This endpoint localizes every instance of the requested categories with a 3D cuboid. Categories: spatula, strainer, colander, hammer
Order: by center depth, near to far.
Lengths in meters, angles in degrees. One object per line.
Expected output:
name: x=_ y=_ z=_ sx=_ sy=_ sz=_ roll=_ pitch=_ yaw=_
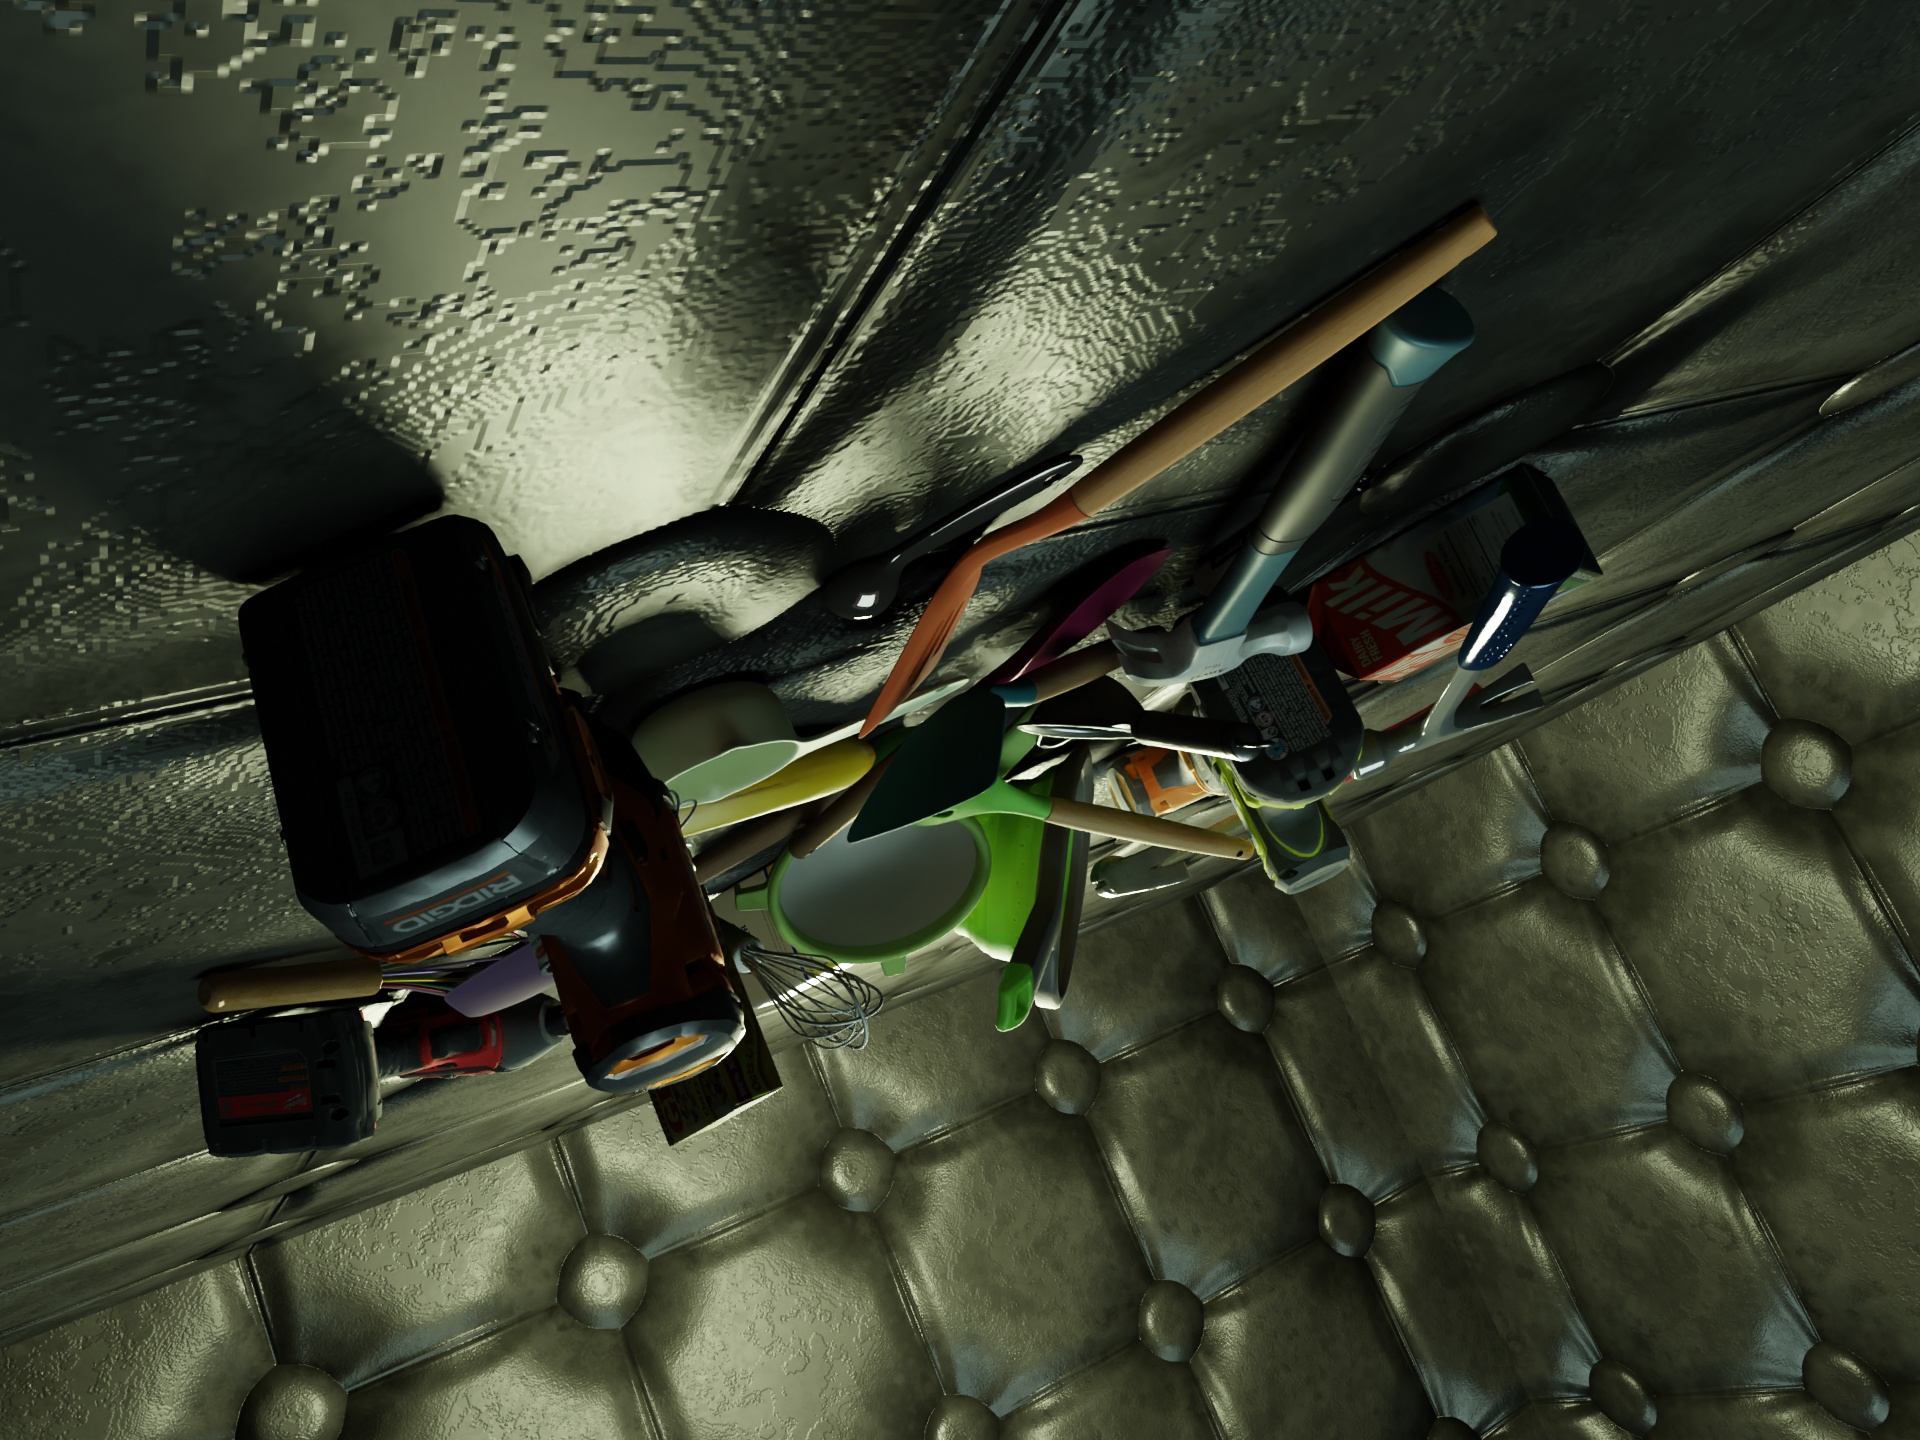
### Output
spatula: x=0.073 y=-0.094 z=0.639 sx=0.322 sy=0.041 sz=0.081 roll=-33 pitch=-172 yaw=30
hammer: x=0.155 y=-0.094 z=0.749 sx=0.128 sy=0.033 sz=0.330 roll=-15 pitch=161 yaw=-14
spatula: x=0.047 y=-0.009 z=0.817 sx=0.082 sy=0.044 sz=0.317 roll=-23 pitch=180 yaw=31
strainer: x=0.101 y=0.001 z=0.872 sx=0.086 sy=0.050 sz=0.258 roll=5 pitch=-178 yaw=-21
spatula: x=-0.164 y=0.095 z=0.965 sx=0.316 sy=0.018 sz=0.059 roll=-30 pitch=150 yaw=-4
hammer: x=0.323 y=-0.040 z=0.981 sx=0.144 sy=0.035 sz=0.405 roll=-22 pitch=165 yaw=3
strainer: x=-0.024 y=0.051 z=1.039 sx=0.151 sy=0.069 sz=0.256 roll=31 pitch=112 yaw=-36
colander: x=0.029 y=0.132 z=1.159 sx=0.094 sy=0.204 sz=0.397 roll=6 pitch=-168 yaw=9
hammer: x=0.274 y=0.048 z=1.232 sx=0.359 sy=0.037 sz=0.149 roll=-24 pitch=176 yaw=-21

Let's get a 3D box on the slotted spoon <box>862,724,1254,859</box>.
slotted spoon: x=0.076 y=0.059 z=1.023 sx=0.313 sy=0.031 sz=0.070 roll=14 pitch=118 yaw=-34

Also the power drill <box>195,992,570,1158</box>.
power drill: x=-0.353 y=0.210 z=1.006 sx=0.143 sy=0.078 sz=0.219 roll=-10 pitch=176 yaw=21

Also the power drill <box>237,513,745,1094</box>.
power drill: x=-0.147 y=0.026 z=0.539 sx=0.084 sy=0.164 sz=0.226 roll=-23 pitch=155 yaw=-2

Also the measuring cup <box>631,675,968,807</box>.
measuring cup: x=-0.076 y=-0.005 z=0.754 sx=0.167 sy=0.038 sz=0.083 roll=-21 pitch=167 yaw=-20

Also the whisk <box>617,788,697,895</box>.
whisk: x=-0.202 y=0.077 z=0.767 sx=0.070 sy=0.070 sz=0.284 roll=-13 pitch=177 yaw=-37

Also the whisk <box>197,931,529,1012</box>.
whisk: x=-0.329 y=0.147 z=0.932 sx=0.051 sy=0.047 sz=0.244 roll=-43 pitch=156 yaw=25

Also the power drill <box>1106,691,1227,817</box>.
power drill: x=0.229 y=0.012 z=1.281 sx=0.185 sy=0.084 sz=0.226 roll=-23 pitch=172 yaw=-14

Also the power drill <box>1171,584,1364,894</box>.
power drill: x=0.192 y=0.007 z=1.024 sx=0.080 sy=0.171 sz=0.223 roll=-25 pitch=159 yaw=1

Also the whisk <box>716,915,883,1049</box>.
whisk: x=-0.134 y=0.153 z=1.029 sx=0.058 sy=0.059 sz=0.246 roll=-28 pitch=-151 yaw=-33

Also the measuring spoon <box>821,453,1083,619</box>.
measuring spoon: x=-0.002 y=-0.072 z=0.648 sx=0.124 sy=0.018 sz=0.034 roll=-28 pitch=166 yaw=17

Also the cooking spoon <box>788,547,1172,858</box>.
cooking spoon: x=-0.001 y=-0.003 z=0.880 sx=0.319 sy=0.017 sz=0.069 roll=-40 pitch=170 yaw=35
